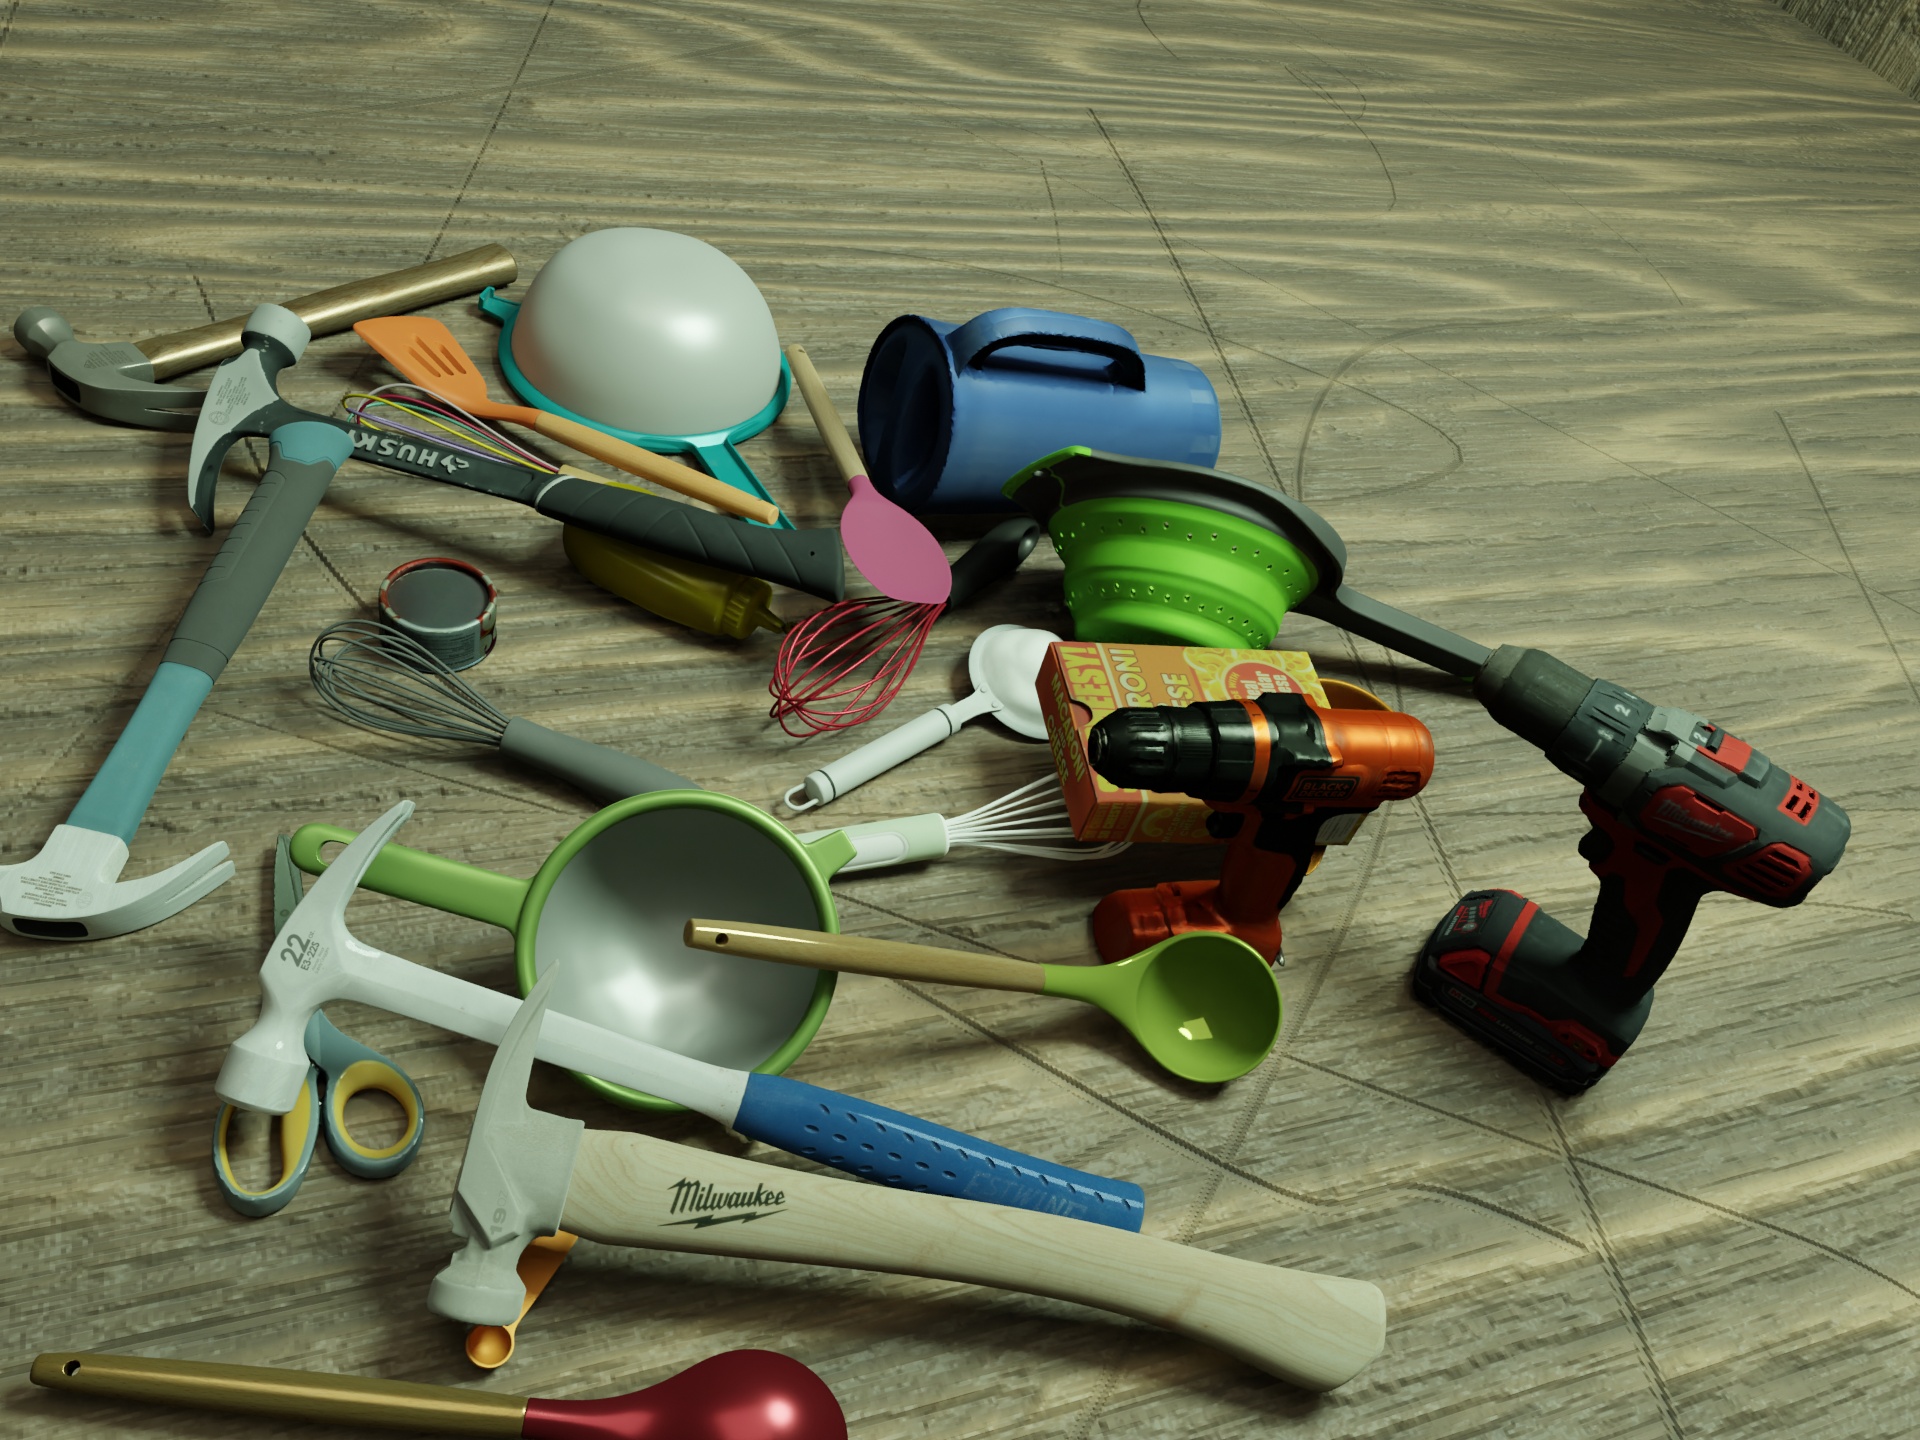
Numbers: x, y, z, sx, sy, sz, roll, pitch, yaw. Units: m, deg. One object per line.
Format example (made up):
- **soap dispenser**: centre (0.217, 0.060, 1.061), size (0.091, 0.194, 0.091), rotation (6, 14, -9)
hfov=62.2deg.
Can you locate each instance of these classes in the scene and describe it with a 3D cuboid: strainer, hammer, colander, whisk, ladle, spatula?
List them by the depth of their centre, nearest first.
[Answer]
- **ladle**: centre (-0.198, 0.271, 0.626), size (0.315, 0.031, 0.069), rotation (9, 54, -8)
- **hammer**: centre (-0.006, 0.216, 0.691), size (0.410, 0.038, 0.146), rotation (14, 76, -11)
- **hammer**: centre (-0.107, 0.162, 0.716), size (0.405, 0.035, 0.144), rotation (20, 82, -8)
- **strainer**: centre (-0.186, 0.095, 0.762), size (0.256, 0.069, 0.151), rotation (17, 81, -8)
- **ladle**: centre (0.021, 0.125, 0.769), size (0.320, 0.078, 0.062), rotation (13, -2, -29)
- **hammer**: centre (-0.399, -0.035, 0.829), size (0.128, 0.033, 0.331), rotation (15, 54, -5)
- **whisk**: centre (-0.244, 0.006, 0.869), size (0.239, 0.055, 0.055), rotation (22, 44, -2)
- **whisk**: centre (-0.004, 0.063, 0.890), size (0.246, 0.057, 0.059), rotation (-8, 14, -19)
- **hammer**: centre (-0.263, -0.137, 0.952), size (0.409, 0.036, 0.149), rotation (16, 67, 4)
- **strainer**: centre (-0.002, -0.003, 0.962), size (0.258, 0.050, 0.087), rotation (-28, 74, -33)
- **whisk**: centre (-0.025, -0.070, 1.007), size (0.073, 0.073, 0.296), rotation (33, 40, 15)
- **whisk**: centre (-0.281, -0.163, 1.027), size (0.245, 0.047, 0.051), rotation (18, 42, -4)
- **colander**: centre (0.206, -0.055, 1.039), size (0.396, 0.204, 0.094), rotation (20, 76, -21)
- **spatula**: centre (-0.256, -0.198, 1.049), size (0.323, 0.041, 0.081), rotation (24, 24, 18)
- **hammer**: centre (-0.449, -0.276, 1.092), size (0.130, 0.031, 0.331), rotation (40, 47, 22)
- **strainer**: centre (-0.188, -0.247, 1.102), size (0.211, 0.095, 0.341), rotation (-15, 51, -30)

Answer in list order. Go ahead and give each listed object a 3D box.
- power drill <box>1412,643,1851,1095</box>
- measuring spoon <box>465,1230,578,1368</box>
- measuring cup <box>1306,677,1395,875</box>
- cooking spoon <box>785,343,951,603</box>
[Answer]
- **power drill**: centre (0.326, 0.076, 0.849), size (0.188, 0.226, 0.080), rotation (34, 46, 15)
- **measuring spoon**: centre (-0.181, 0.230, 0.692), size (0.021, 0.011, 0.117), rotation (29, 40, -3)
- **measuring cup**: centre (0.218, 0.047, 0.972), size (0.095, 0.052, 0.174), rotation (24, 46, 6)
- **cooking spoon**: centre (-0.074, -0.170, 1.056), size (0.068, 0.017, 0.319), rotation (4, 38, -26)
